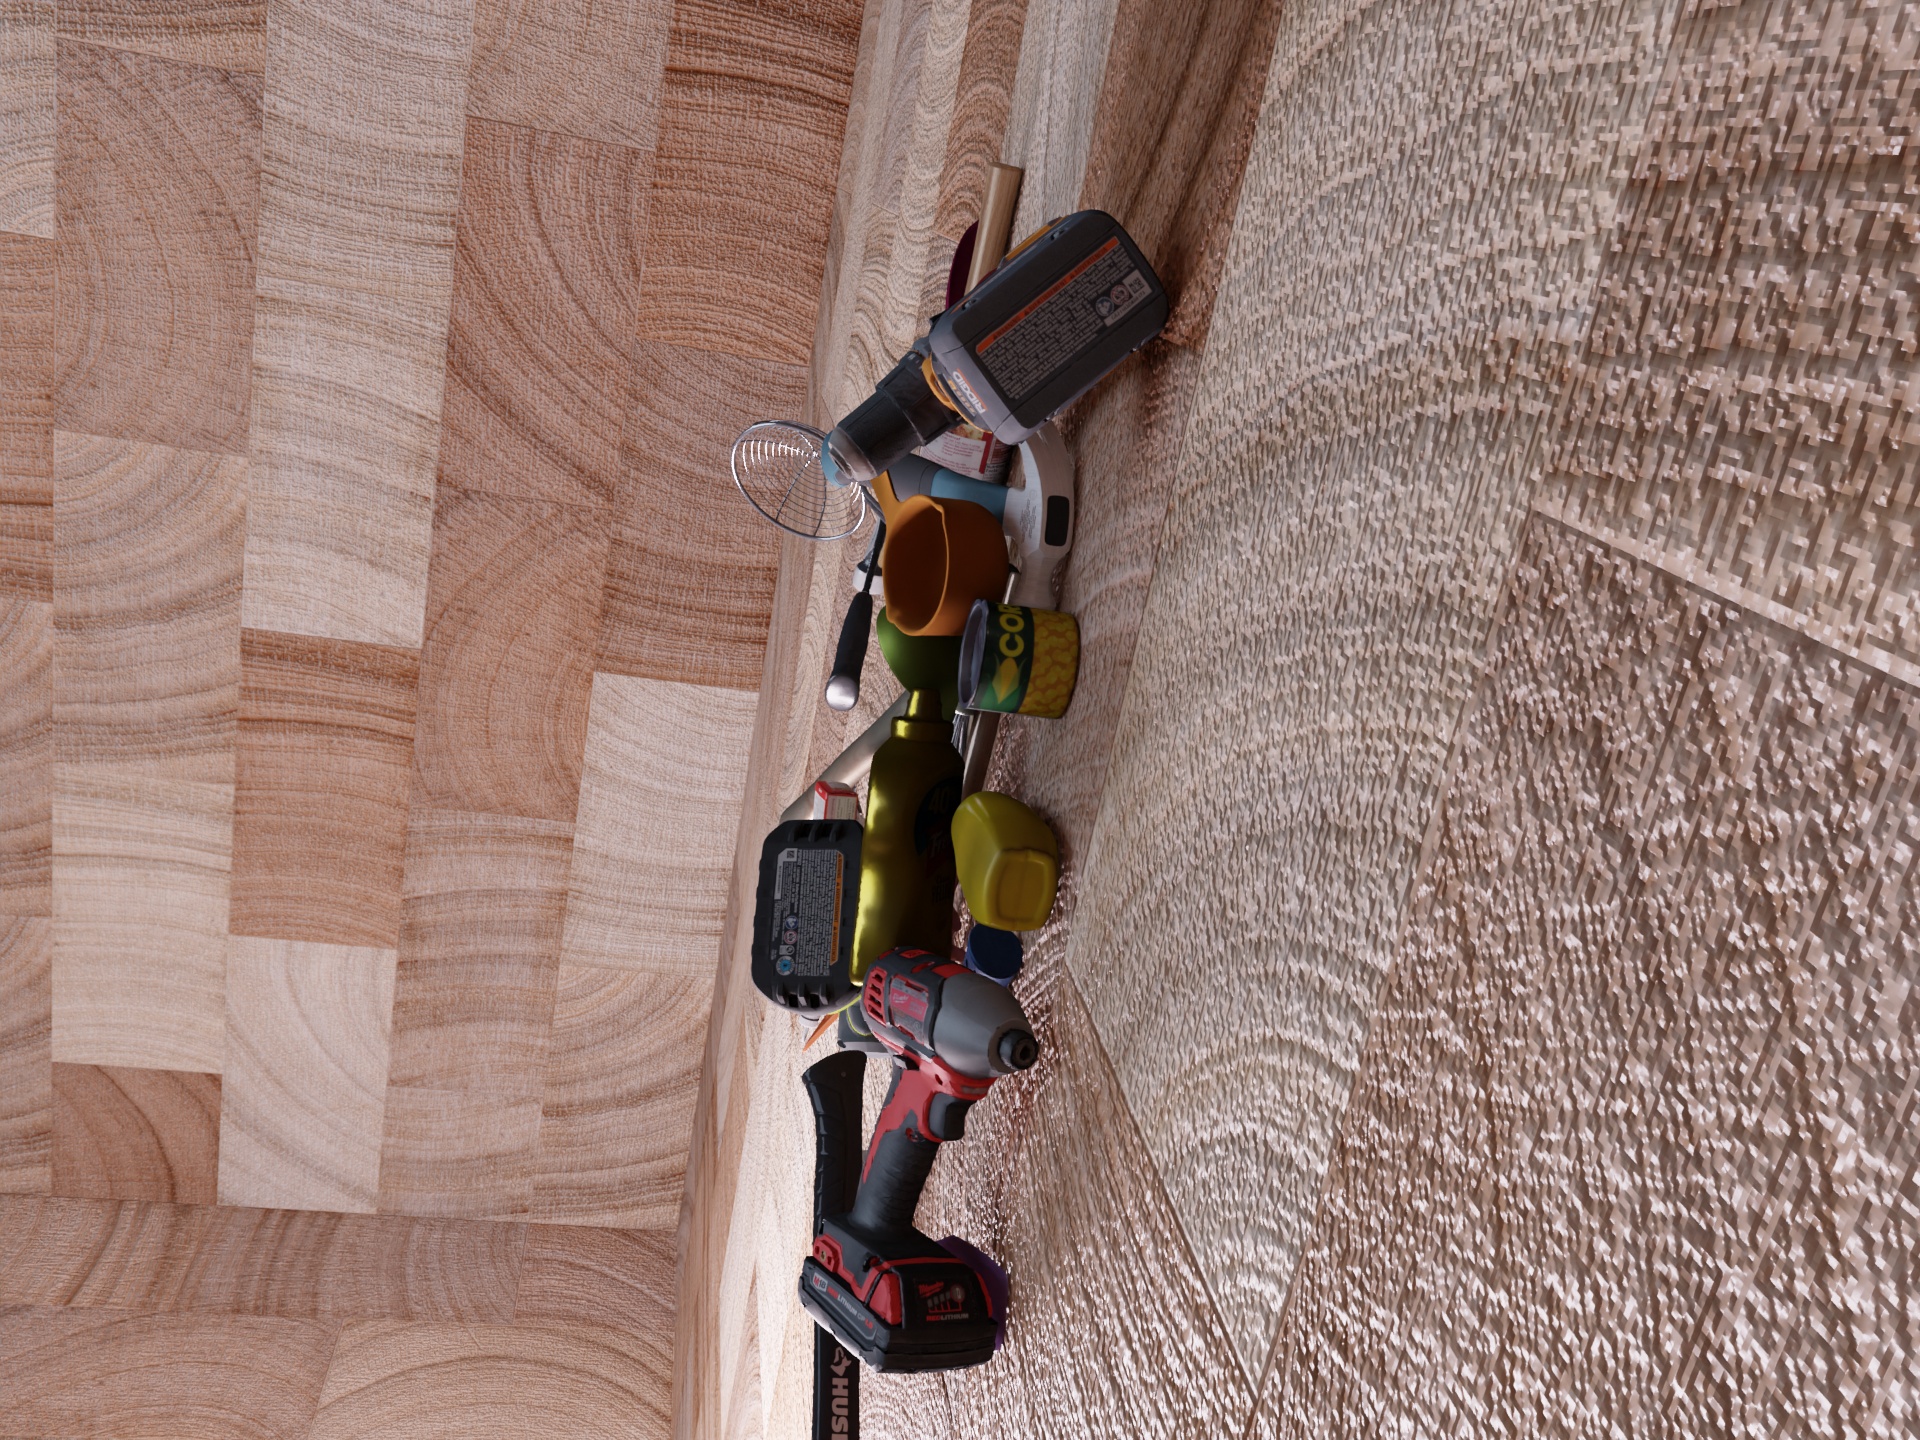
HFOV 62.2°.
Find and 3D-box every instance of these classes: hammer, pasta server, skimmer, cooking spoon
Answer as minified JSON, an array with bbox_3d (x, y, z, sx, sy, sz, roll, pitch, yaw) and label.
[{"bbox_3d":[-0.086,0.024,1.400,0.410,0.038,0.146,139,139,-59],"label":"hammer"},{"bbox_3d":[0.012,0.055,1.093,0.060,0.040,0.316,-138,60,-76],"label":"pasta server"},{"bbox_3d":[-0.089,-0.119,1.509,0.409,0.036,0.149,-85,9,-63],"label":"hammer"},{"bbox_3d":[0.003,-0.292,1.326,0.130,0.031,0.331,-111,31,-66],"label":"hammer"},{"bbox_3d":[-0.025,0.275,1.107,0.144,0.035,0.405,-95,17,-45],"label":"hammer"},{"bbox_3d":[-0.081,-0.143,1.266,0.364,0.090,0.127,49,167,50],"label":"skimmer"},{"bbox_3d":[-0.019,-0.162,1.105,0.331,0.033,0.128,30,114,57],"label":"hammer"},{"bbox_3d":[-0.017,-0.301,1.422,0.069,0.017,0.318,-52,-17,-43],"label":"cooking spoon"},{"bbox_3d":[-0.071,0.363,0.987,0.035,0.146,0.335,122,153,-48],"label":"hammer"}]

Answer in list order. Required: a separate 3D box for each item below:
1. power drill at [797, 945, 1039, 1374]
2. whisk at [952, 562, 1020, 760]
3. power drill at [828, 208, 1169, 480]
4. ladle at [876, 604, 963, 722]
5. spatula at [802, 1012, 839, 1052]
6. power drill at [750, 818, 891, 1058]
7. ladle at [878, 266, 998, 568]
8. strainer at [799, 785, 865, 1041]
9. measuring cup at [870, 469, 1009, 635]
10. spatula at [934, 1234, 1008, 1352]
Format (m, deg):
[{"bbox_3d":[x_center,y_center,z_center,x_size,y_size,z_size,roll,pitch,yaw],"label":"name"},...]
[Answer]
[{"bbox_3d":[-0.018,0.251,0.919,0.143,0.078,0.219,11,90,56],"label":"power drill"},{"bbox_3d":[-0.002,-0.004,1.144,0.058,0.059,0.246,37,123,32],"label":"whisk"},{"bbox_3d":[0.010,-0.206,0.922,0.185,0.084,0.226,-39,14,-3],"label":"power drill"},{"bbox_3d":[-0.029,0.064,1.124,0.078,0.062,0.320,-54,-30,-60],"label":"ladle"},{"bbox_3d":[-0.083,0.165,1.439,0.081,0.041,0.322,-51,-22,-63],"label":"spatula"},{"bbox_3d":[-0.079,0.147,1.192,0.228,0.080,0.191,53,-142,-69],"label":"power drill"},{"bbox_3d":[-0.014,-0.224,1.251,0.031,0.069,0.315,53,142,19],"label":"ladle"},{"bbox_3d":[-0.113,0.188,1.505,0.087,0.050,0.258,-72,-2,-78],"label":"strainer"},{"bbox_3d":[-0.020,-0.128,1.023,0.095,0.052,0.174,-61,39,40],"label":"measuring cup"},{"bbox_3d":[-0.038,0.345,1.047,0.316,0.018,0.060,178,98,-67],"label":"spatula"}]
